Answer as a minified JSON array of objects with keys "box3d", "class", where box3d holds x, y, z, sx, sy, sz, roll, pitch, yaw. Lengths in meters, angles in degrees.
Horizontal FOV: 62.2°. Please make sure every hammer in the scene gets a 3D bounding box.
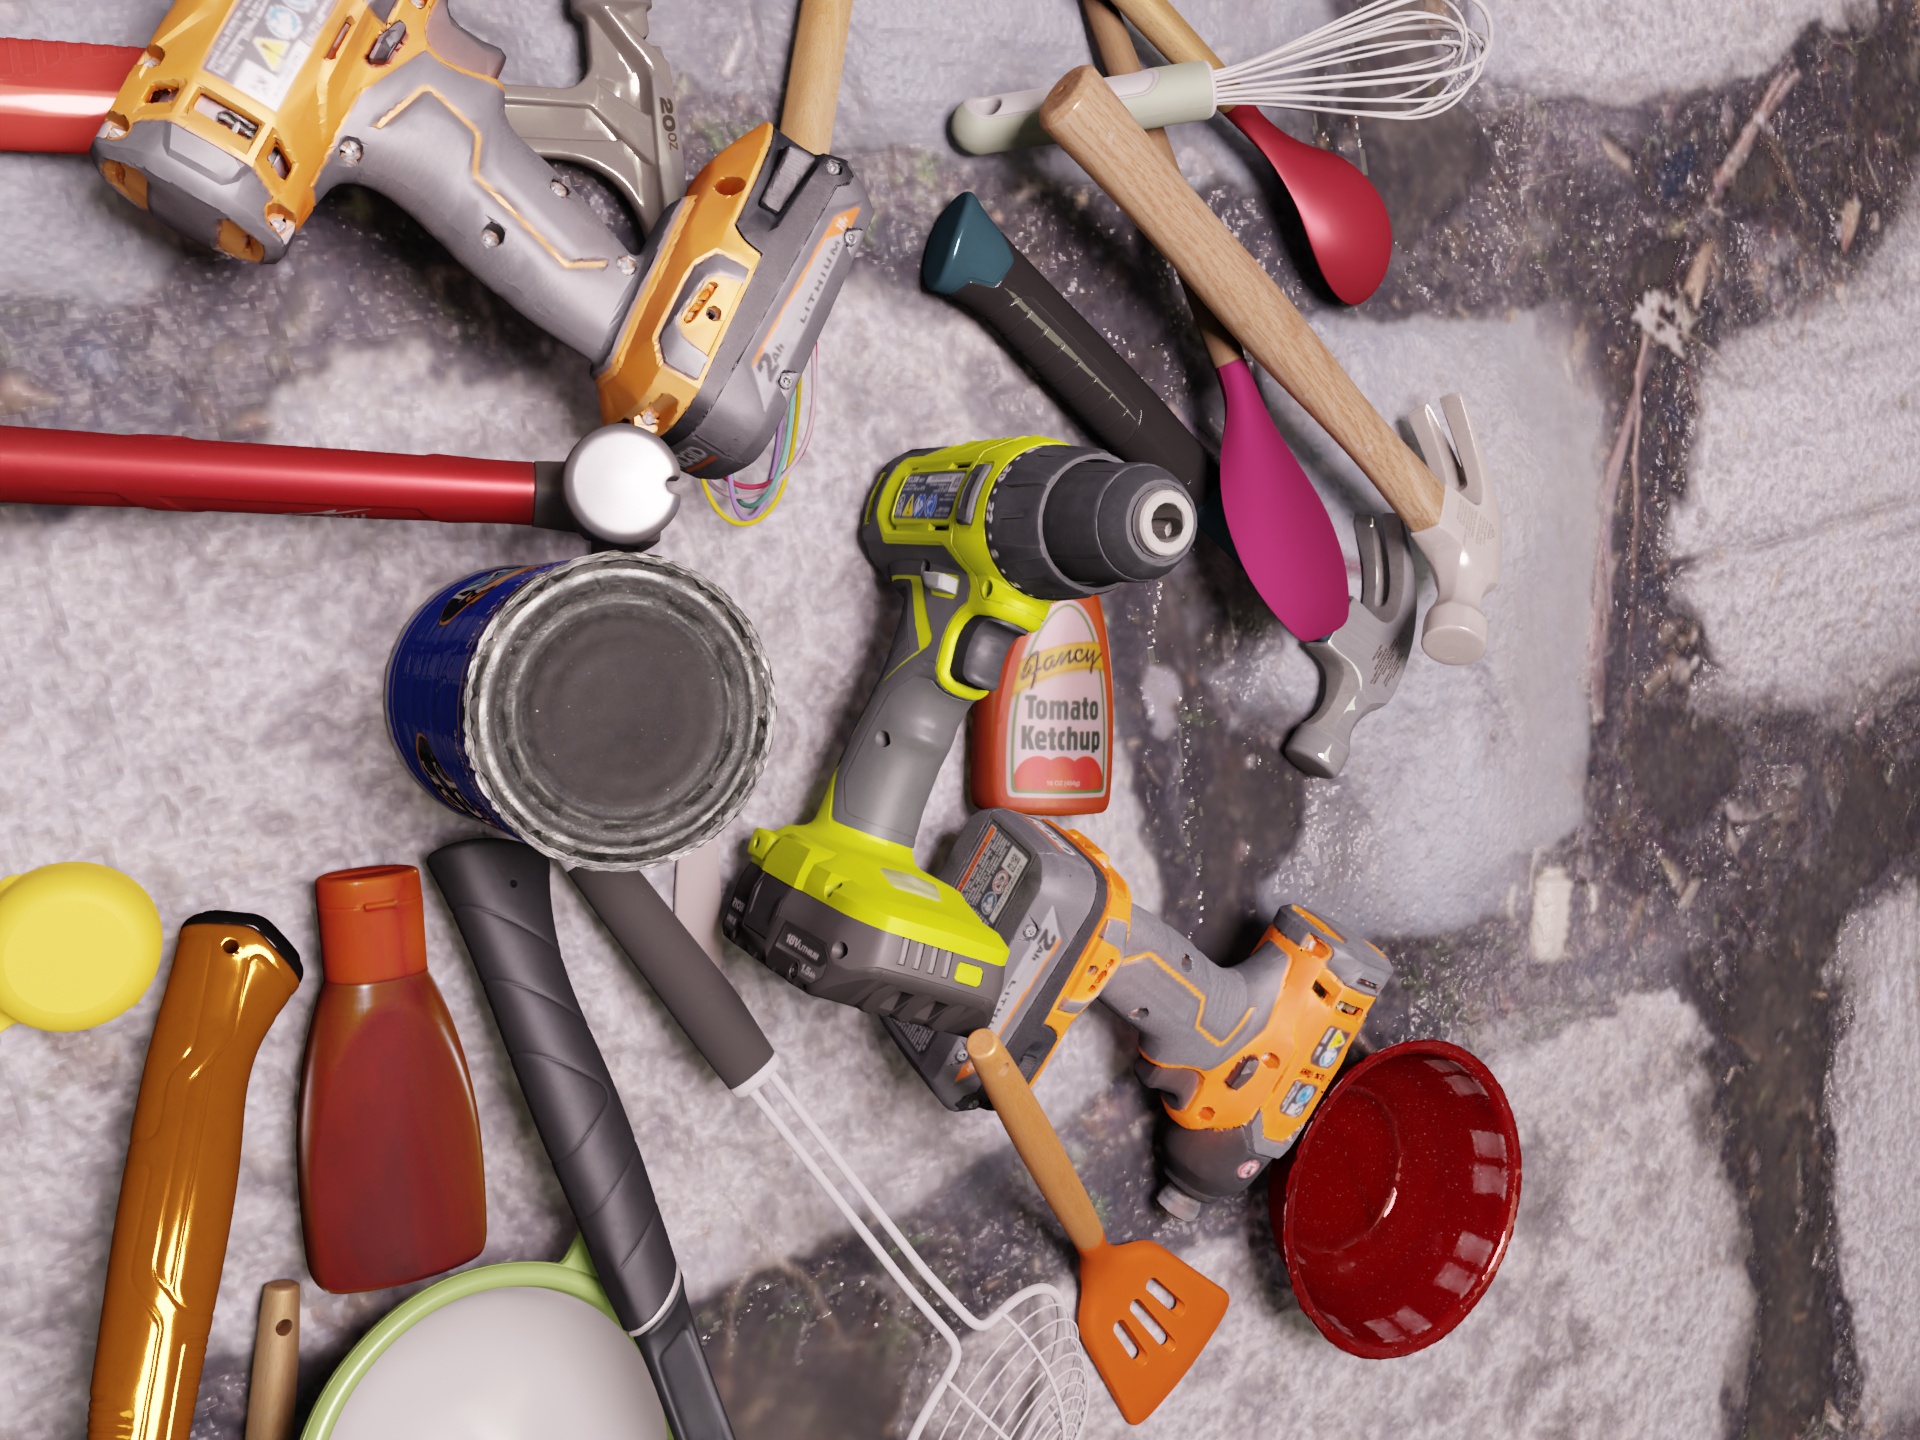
[{"box3d":[0.154,-0.169,0.729,0.331,0.031,0.130,39,52,-29],"class":"hammer"},{"box3d":[-0.264,0.222,0.494,0.127,0.034,0.337,12,63,-24],"class":"hammer"},{"box3d":[0.105,-0.117,0.754,0.330,0.033,0.128,40,75,-25],"class":"hammer"},{"box3d":[-0.293,-0.080,0.512,0.386,0.143,0.038,1,91,-18],"class":"hammer"},{"box3d":[-0.111,0.235,0.588,0.149,0.036,0.409,-18,85,-48],"class":"hammer"},{"box3d":[-0.269,-0.200,0.541,0.359,0.037,0.149,-9,97,-29],"class":"hammer"}]

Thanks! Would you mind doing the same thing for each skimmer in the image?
[{"box3d":[-0.064,0.199,0.669,0.127,0.090,0.363,-41,100,-36],"class":"skimmer"}]

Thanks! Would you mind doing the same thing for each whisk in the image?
[{"box3d":[-0.072,-0.199,0.648,0.047,0.051,0.245,11,84,-23],"class":"whisk"},{"box3d":[0.117,-0.281,0.703,0.246,0.058,0.059,-11,143,-4],"class":"whisk"}]

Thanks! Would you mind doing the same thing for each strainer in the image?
[{"box3d":[-0.220,0.290,0.559,0.256,0.069,0.151,-14,85,-37],"class":"strainer"}]

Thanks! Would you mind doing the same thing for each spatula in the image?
[{"box3d":[0.057,0.219,0.693,0.081,0.041,0.322,-46,142,-19],"class":"spatula"}]

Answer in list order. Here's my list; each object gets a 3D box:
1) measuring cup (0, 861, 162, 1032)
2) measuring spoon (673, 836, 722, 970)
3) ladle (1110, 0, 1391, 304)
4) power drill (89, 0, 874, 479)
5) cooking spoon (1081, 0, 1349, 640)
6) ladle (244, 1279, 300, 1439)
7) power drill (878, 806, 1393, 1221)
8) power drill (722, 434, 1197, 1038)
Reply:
[{"box3d":[-0.335,0.110,0.523,0.156,0.029,0.062,-45,112,-21],"class":"measuring cup"},{"box3d":[-0.106,0.062,0.655,0.034,0.018,0.124,-2,95,-29],"class":"measuring spoon"},{"box3d":[0.109,-0.304,0.734,0.315,0.031,0.069,35,61,-29],"class":"ladle"},{"box3d":[-0.145,-0.208,0.548,0.226,0.084,0.185,27,78,-24],"class":"power drill"},{"box3d":[0.116,-0.189,0.734,0.068,0.017,0.319,-22,93,-36],"class":"cooking spoon"},{"box3d":[-0.252,0.367,0.570,0.078,0.062,0.320,6,87,-41],"class":"ladle"},{"box3d":[0.078,0.143,0.721,0.226,0.084,0.164,23,99,-32],"class":"power drill"},{"box3d":[-0.001,-0.002,0.616,0.080,0.191,0.228,21,87,-28],"class":"power drill"}]
